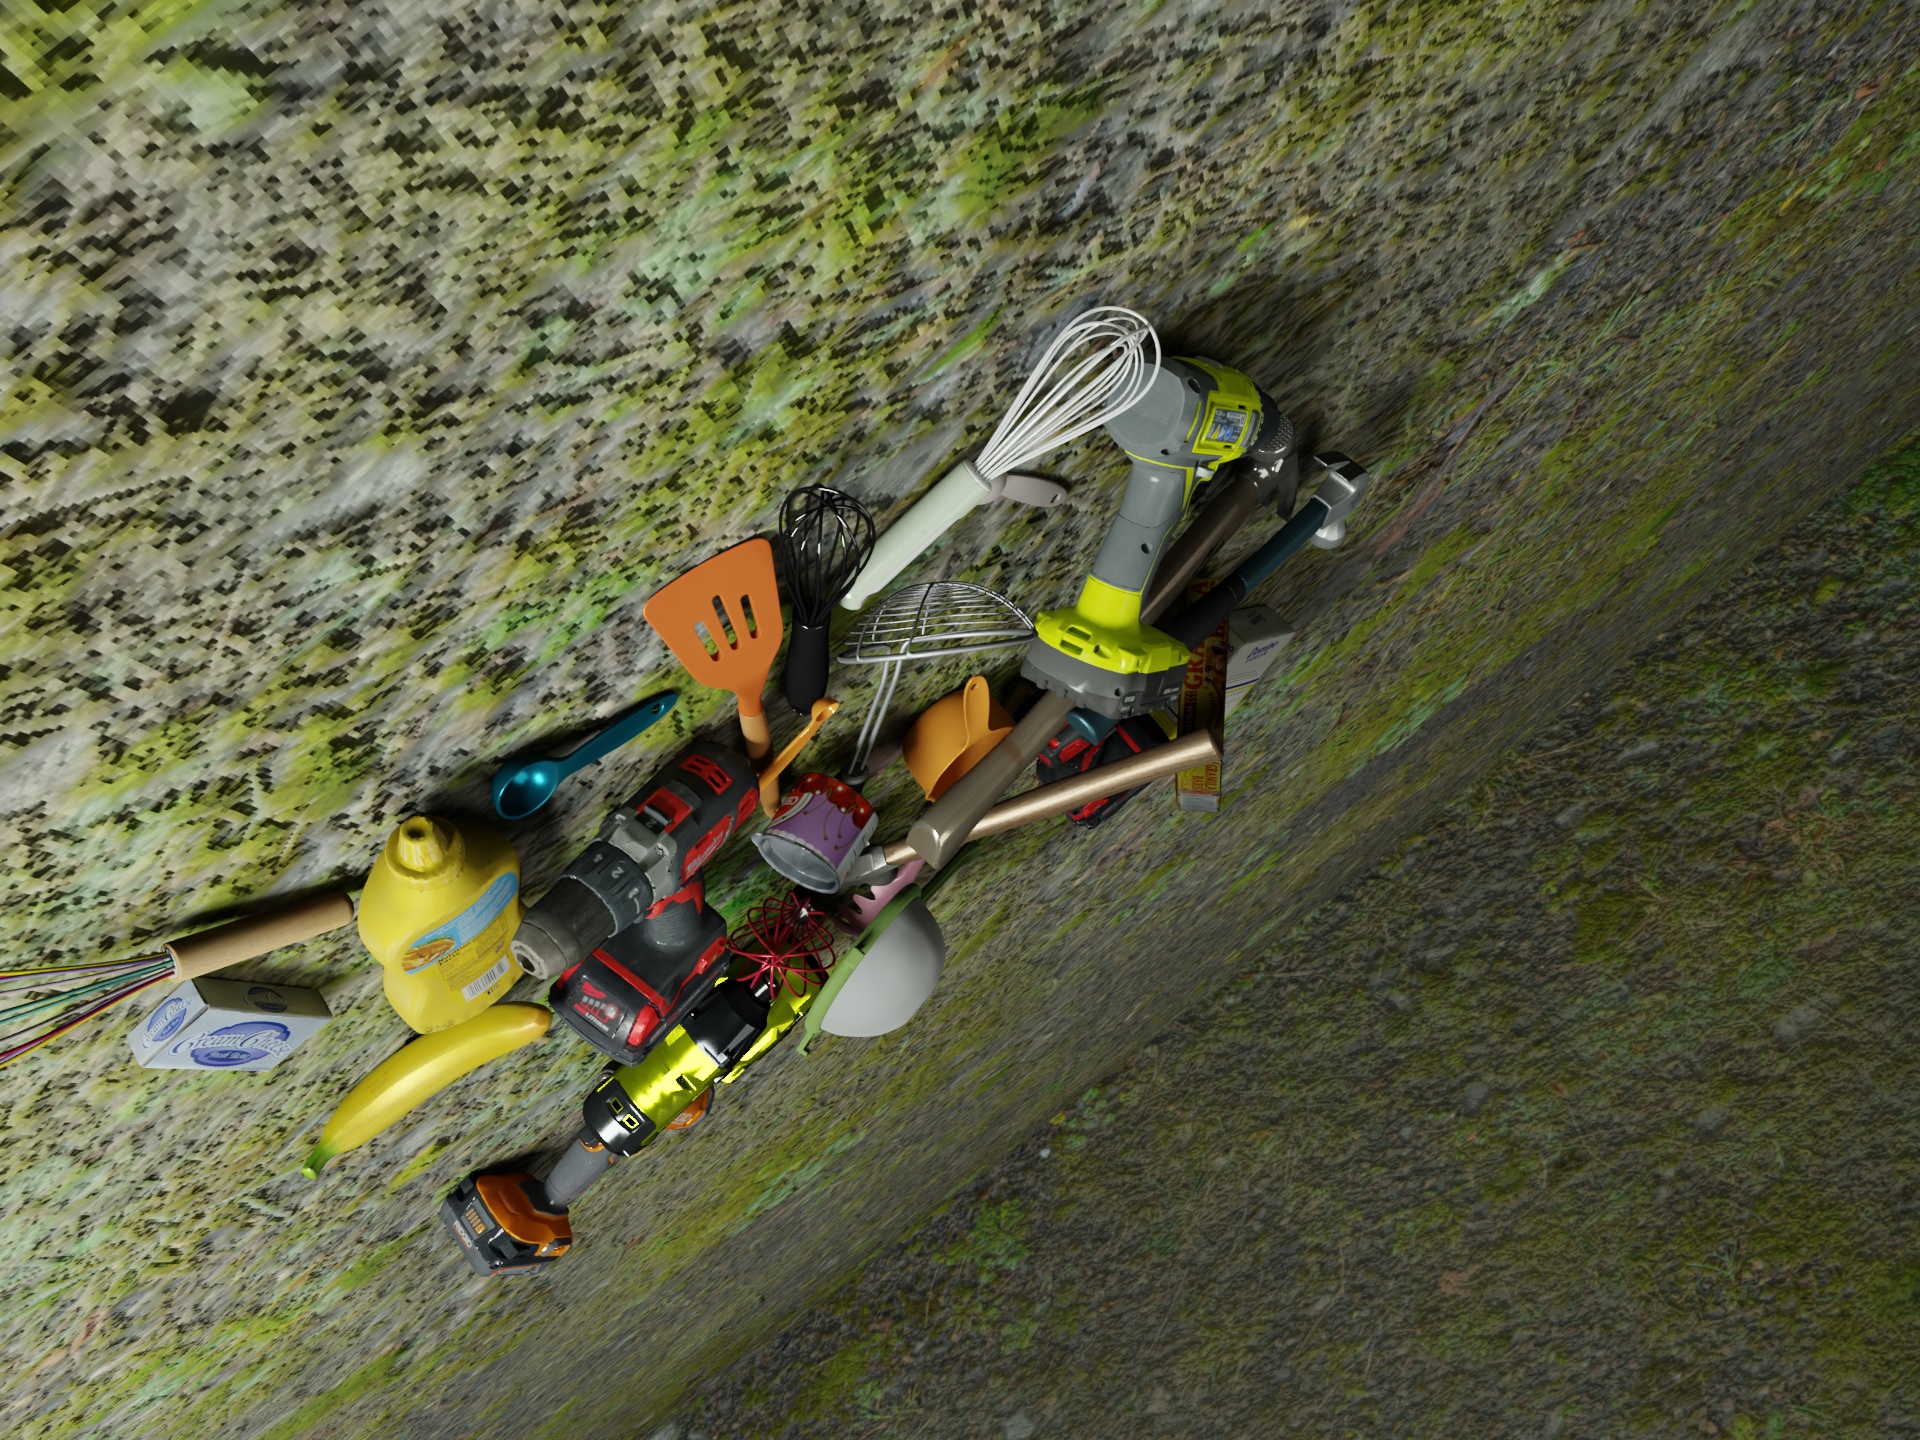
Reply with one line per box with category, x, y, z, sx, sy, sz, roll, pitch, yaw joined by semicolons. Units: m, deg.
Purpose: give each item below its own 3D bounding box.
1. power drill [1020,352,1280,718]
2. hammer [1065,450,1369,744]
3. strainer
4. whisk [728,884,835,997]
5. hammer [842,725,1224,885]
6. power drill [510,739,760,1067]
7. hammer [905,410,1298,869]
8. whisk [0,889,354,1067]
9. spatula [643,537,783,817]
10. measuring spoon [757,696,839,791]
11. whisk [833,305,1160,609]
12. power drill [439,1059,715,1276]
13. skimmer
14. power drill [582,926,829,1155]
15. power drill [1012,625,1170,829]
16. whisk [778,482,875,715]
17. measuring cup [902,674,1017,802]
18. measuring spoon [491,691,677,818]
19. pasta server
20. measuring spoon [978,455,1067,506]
power drill;0.134;-0.125;1.048;0.190;0.080;0.228;-11;123;-58
hammer;0.198;-0.091;1.197;0.331;0.033;0.128;-41;160;-22
strainer;-0.032;0.188;1.356;0.256;0.069;0.151;-43;166;-46
whisk;-0.119;0.147;1.168;0.073;0.073;0.296;-40;-177;3
hammer;0.046;0.070;1.251;0.331;0.031;0.130;-20;168;17
power drill;-0.214;0.133;1.024;0.188;0.080;0.226;-47;165;-38
hammer;0.111;-0.049;1.189;0.410;0.038;0.146;-48;160;-5
whisk;-0.417;0.125;0.795;0.245;0.047;0.051;-19;163;-49
spatula;-0.135;-0.006;1.005;0.081;0.041;0.322;-33;162;-15
measuring spoon;-0.116;0.020;1.031;0.117;0.011;0.021;-45;165;33
whisk;0.017;-0.148;0.932;0.246;0.059;0.058;-41;-174;16
power drill;-0.330;0.372;1.365;0.226;0.084;0.164;-42;158;-2
skimmer;-0.051;0.026;1.101;0.127;0.090;0.363;-11;148;-26
power drill;-0.183;0.237;1.235;0.171;0.080;0.223;-43;177;9
power drill;0.121;0.002;1.331;0.143;0.079;0.219;-39;160;-6
whisk;-0.085;-0.063;0.939;0.055;0.055;0.238;-30;161;-22
measuring cup;-0.002;-0.004;1.177;0.095;0.052;0.173;-32;156;-16
measuring spoon;-0.219;0.012;0.921;0.128;0.021;0.042;-36;153;-33
pasta server;-0.023;0.082;1.350;0.060;0.040;0.316;-12;142;-48
measuring spoon;0.040;-0.144;1.009;0.034;0.018;0.124;-49;157;23
